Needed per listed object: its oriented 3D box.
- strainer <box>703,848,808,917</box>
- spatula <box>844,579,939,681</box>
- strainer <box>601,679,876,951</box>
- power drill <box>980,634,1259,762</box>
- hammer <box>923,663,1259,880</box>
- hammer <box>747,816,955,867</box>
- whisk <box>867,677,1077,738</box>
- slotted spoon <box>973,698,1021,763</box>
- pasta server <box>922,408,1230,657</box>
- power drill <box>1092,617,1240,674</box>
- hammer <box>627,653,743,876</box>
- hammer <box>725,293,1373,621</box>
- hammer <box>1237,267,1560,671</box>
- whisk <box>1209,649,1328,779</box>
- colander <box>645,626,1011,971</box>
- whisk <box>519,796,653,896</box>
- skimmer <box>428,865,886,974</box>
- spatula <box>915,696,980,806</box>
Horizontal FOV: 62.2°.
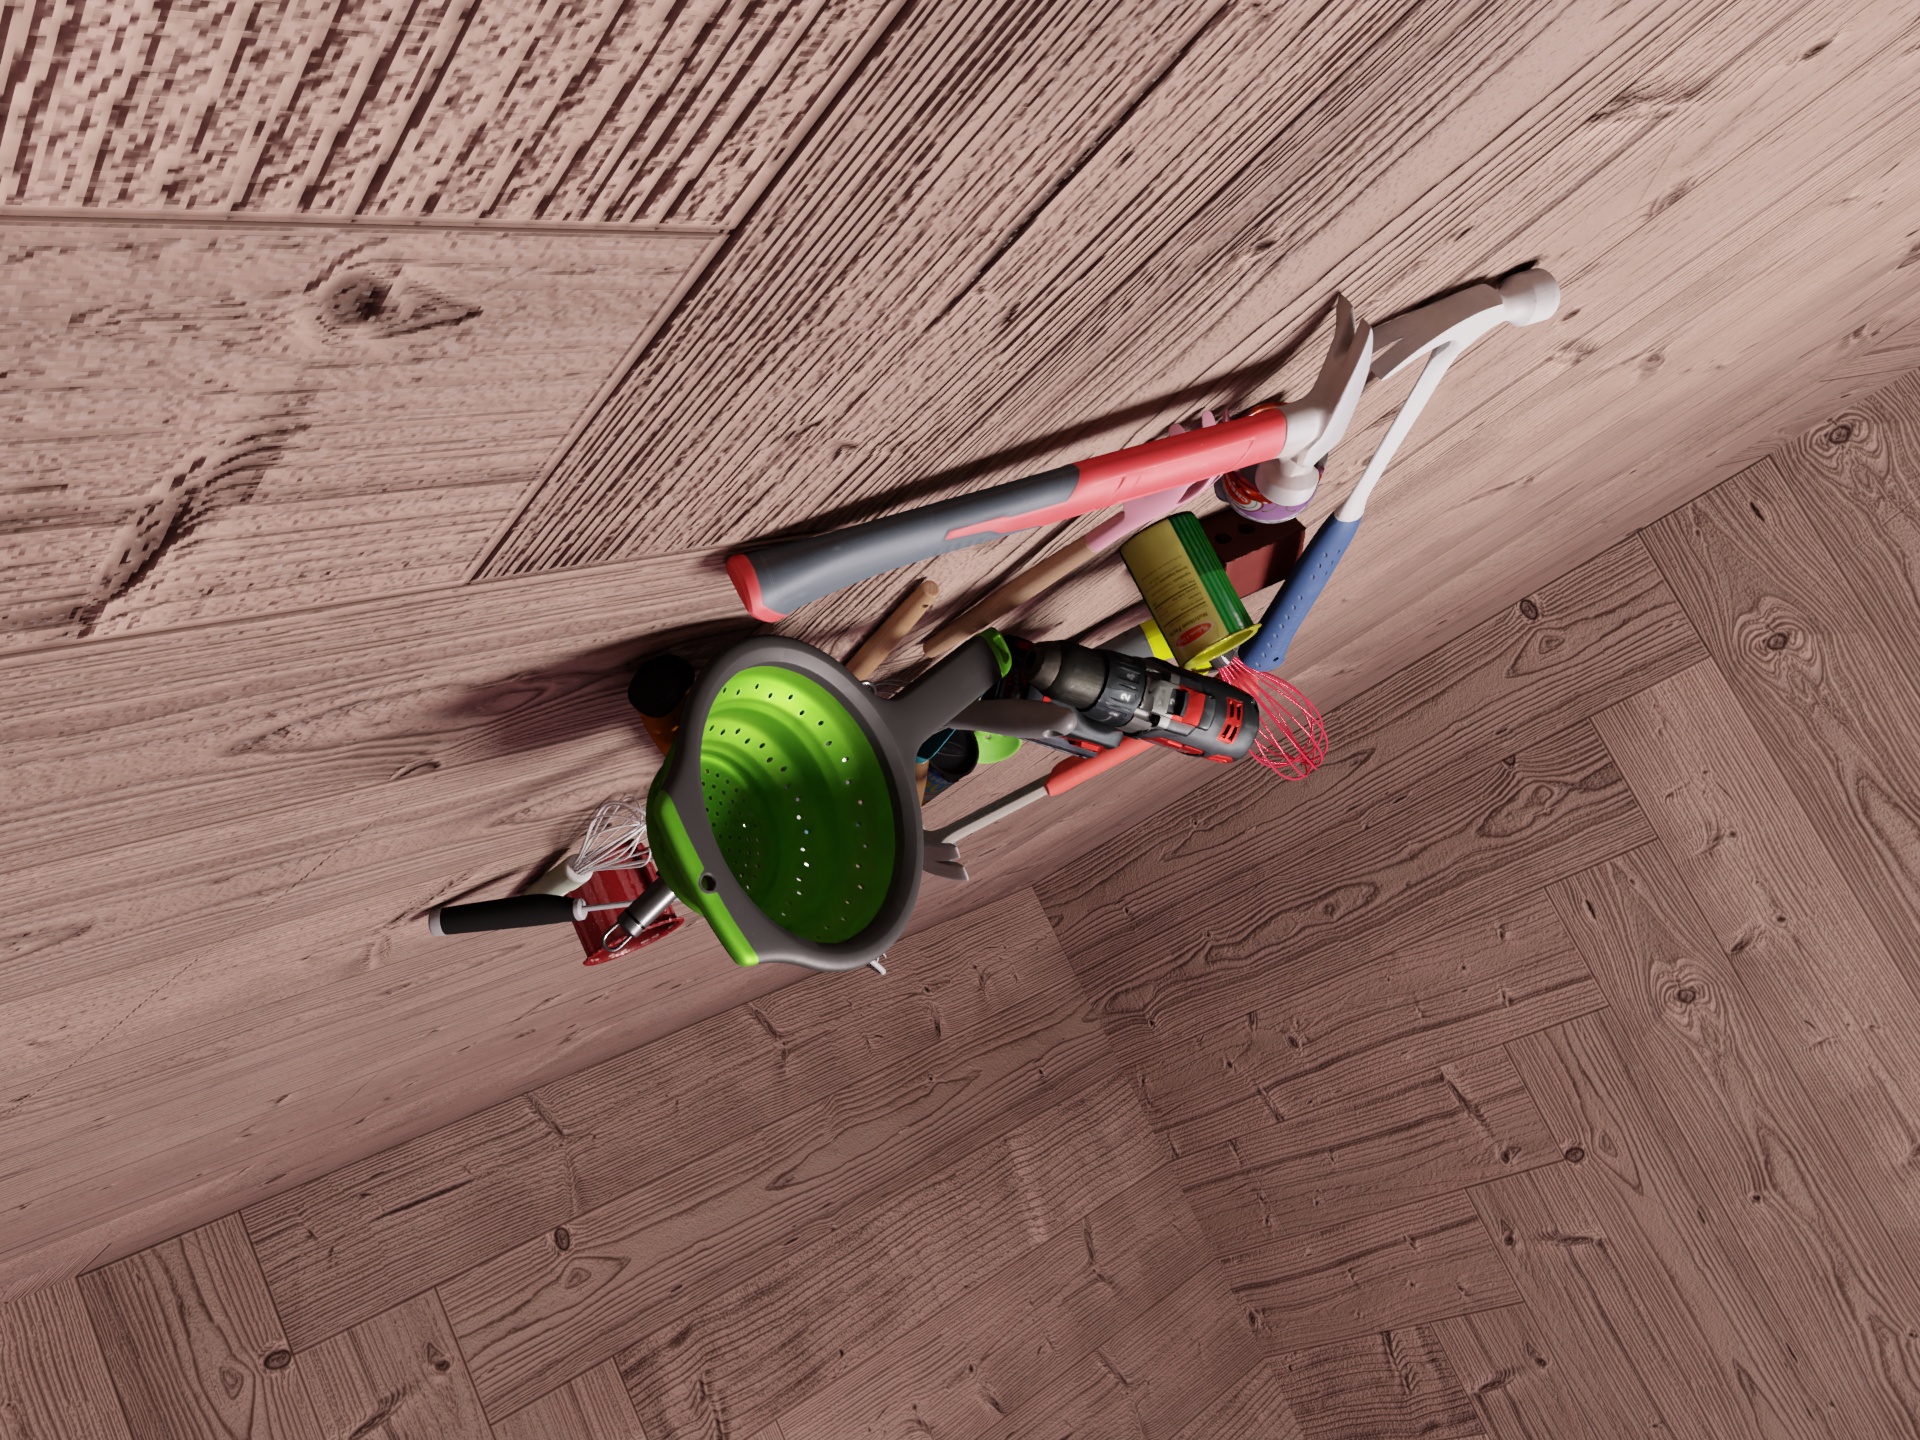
[{"bbox_3d":[-0.133,0.128,1.605,0.340,0.095,0.211,-28,169,16],"label":"strainer"},{"bbox_3d":[-0.084,-0.026,1.174,0.059,0.018,0.316,-2,158,-27],"label":"spatula"},{"bbox_3d":[-0.144,0.063,1.077,0.258,0.087,0.050,-45,-168,-12],"label":"strainer"},{"bbox_3d":[0.096,-0.021,1.220,0.187,0.080,0.227,17,175,-25],"label":"power drill"},{"bbox_3d":[0.114,0.038,1.378,0.359,0.036,0.149,-26,-166,-19],"label":"hammer"},{"bbox_3d":[-0.094,0.111,1.519,0.128,0.033,0.330,-50,152,11],"label":"hammer"},{"bbox_3d":[-0.002,-0.003,1.184,0.055,0.055,0.239,-17,-166,-40],"label":"whisk"},{"bbox_3d":[0.020,-0.003,1.525,0.070,0.031,0.313,-9,167,2],"label":"slotted spoon"},{"bbox_3d":[0.070,-0.118,1.097,0.060,0.040,0.316,-16,169,-45],"label":"pasta server"},{"bbox_3d":[0.141,-0.051,1.463,0.223,0.080,0.171,-23,170,2],"label":"power drill"},{"bbox_3d":[-0.184,0.032,1.083,0.127,0.034,0.336,-57,172,-14],"label":"hammer"},{"bbox_3d":[0.056,-0.137,0.890,0.386,0.038,0.143,-18,149,-20],"label":"hammer"},{"bbox_3d":[0.281,-0.157,1.155,0.144,0.035,0.405,-20,155,-23],"label":"hammer"},{"bbox_3d":[0.234,-0.042,1.360,0.073,0.073,0.295,-30,128,21],"label":"whisk"},{"bbox_3d":[-0.084,0.028,1.023,0.094,0.204,0.397,-21,-169,34],"label":"colander"},{"bbox_3d":[-0.304,0.117,1.284,0.246,0.059,0.058,-32,-164,48],"label":"whisk"},{"bbox_3d":[-0.241,0.172,1.257,0.363,0.090,0.127,-6,163,3],"label":"skimmer"},{"bbox_3d":[-0.029,0.048,1.373,0.082,0.044,0.317,-52,170,-21],"label":"spatula"}]
